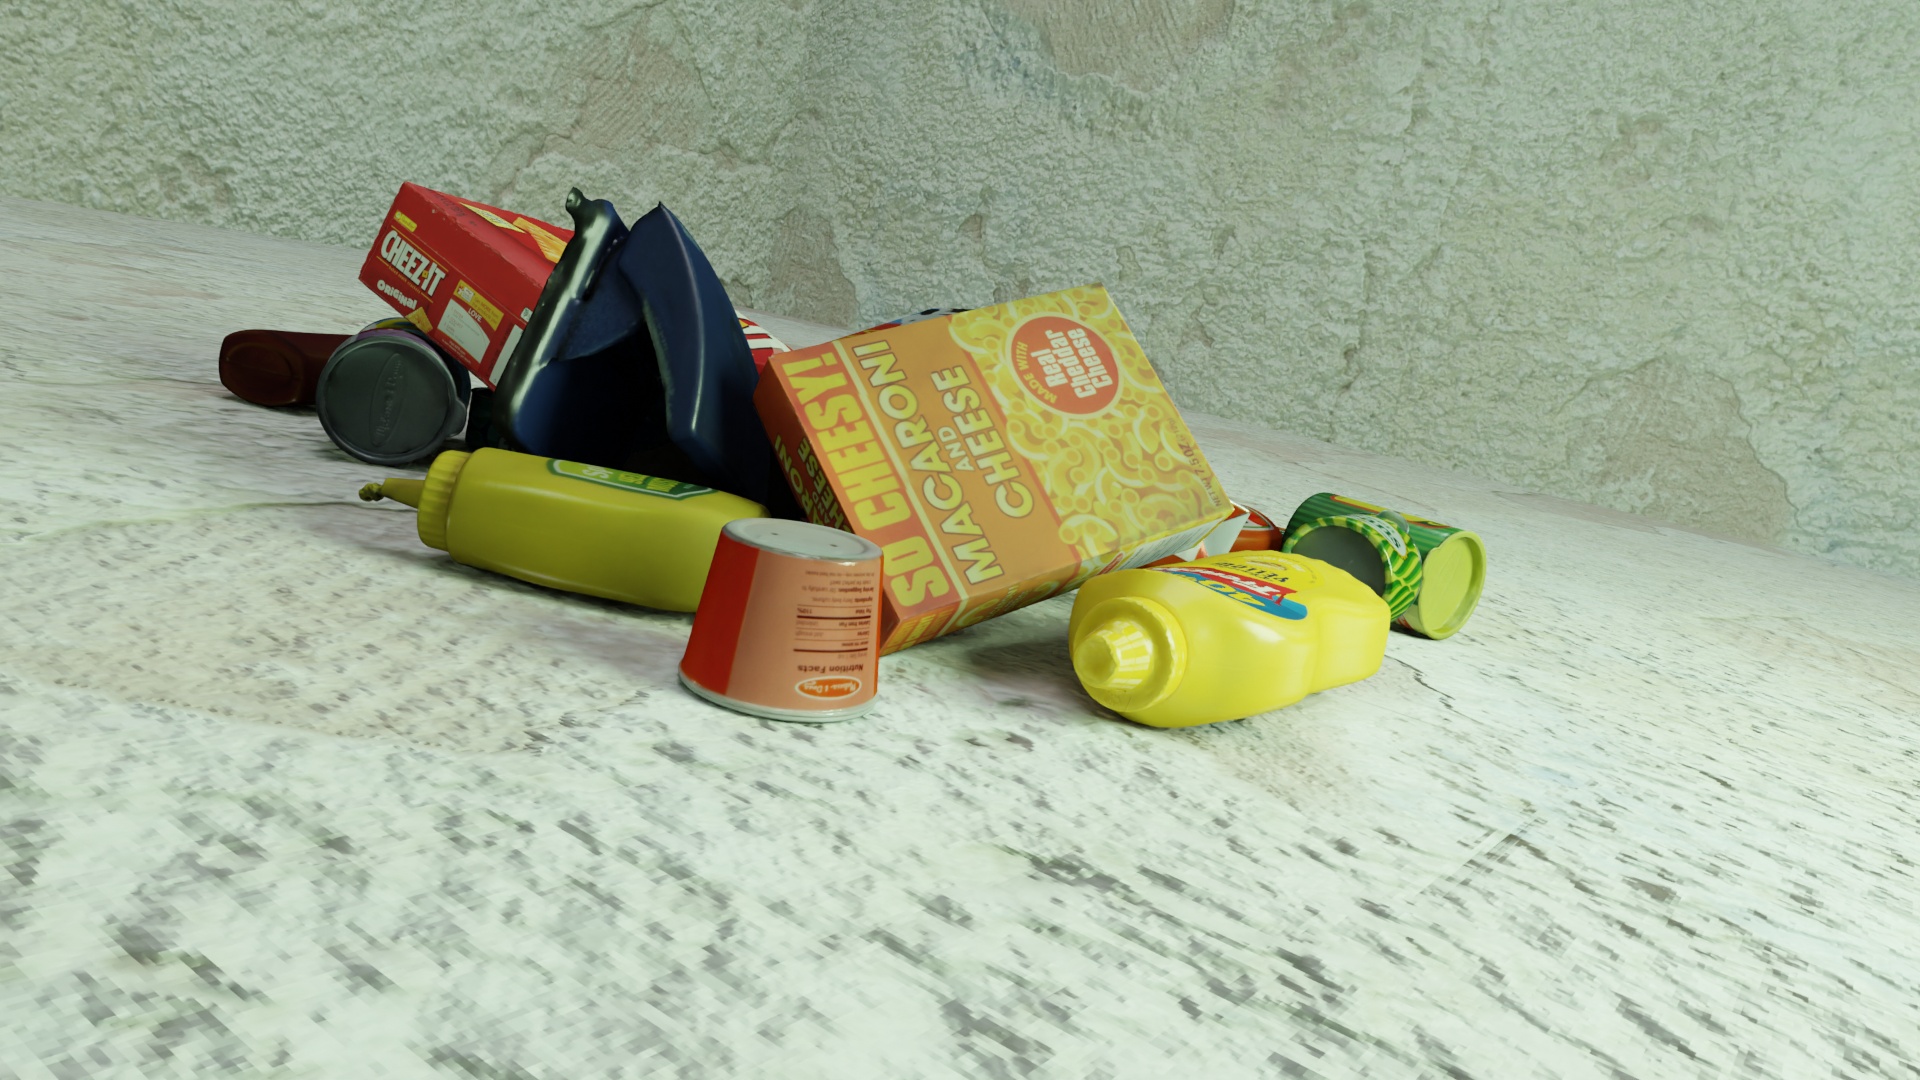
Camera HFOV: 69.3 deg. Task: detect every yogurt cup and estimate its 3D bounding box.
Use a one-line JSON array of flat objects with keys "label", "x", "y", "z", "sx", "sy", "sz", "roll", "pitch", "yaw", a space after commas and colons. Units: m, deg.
[{"label": "yogurt cup", "x": -0.057, "y": 0.025, "z": 0.466, "sx": 0.072, "sy": 0.053, "sz": 0.072, "roll": 11, "pitch": 10, "yaw": -2}]

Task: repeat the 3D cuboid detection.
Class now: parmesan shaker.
[{"label": "parmesan shaker", "x": 0.253, "y": 0.012, "z": 0.841, "sx": 0.071, "sy": 0.071, "sz": 0.103, "roll": 3, "pitch": 13, "yaw": -40}]

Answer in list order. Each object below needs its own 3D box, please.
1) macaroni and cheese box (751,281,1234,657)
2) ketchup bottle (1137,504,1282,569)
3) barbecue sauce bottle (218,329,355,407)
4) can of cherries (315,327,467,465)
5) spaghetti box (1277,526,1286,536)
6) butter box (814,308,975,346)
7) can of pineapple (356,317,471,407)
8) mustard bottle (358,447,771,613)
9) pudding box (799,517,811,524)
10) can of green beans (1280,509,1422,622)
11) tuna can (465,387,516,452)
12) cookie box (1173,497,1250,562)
[{"label": "macaroni and cheese box", "x": 0.014, "y": -0.034, "z": 0.577, "sx": 0.167, "sy": 0.124, "sz": 0.040, "roll": -17, "pitch": -20, "yaw": -29}, {"label": "ketchup bottle", "x": 0.130, "y": -0.003, "z": 0.859, "sx": 0.149, "sy": 0.043, "sz": 0.065, "roll": 2, "pitch": 20, "yaw": -39}, {"label": "barbecue sauce bottle", "x": -0.382, "y": -0.107, "z": 0.865, "sx": 0.065, "sy": 0.043, "sz": 0.149, "roll": 14, "pitch": 10, "yaw": 13}, {"label": "can of cherries", "x": -0.296, "y": -0.075, "z": 0.725, "sx": 0.071, "sy": 0.071, "sz": 0.058, "roll": 7, "pitch": 9, "yaw": -23}, {"label": "spaghetti box", "x": 0.193, "y": 0.002, "z": 0.947, "sx": 0.250, "sy": 0.028, "sz": 0.050, "roll": 15, "pitch": 9, "yaw": 16}, {"label": "butter box", "x": -0.035, "y": -0.099, "z": 0.732, "sx": 0.104, "sy": 0.024, "sz": 0.053, "roll": -25, "pitch": 23, "yaw": -36}, {"label": "can of pineapple", "x": -0.312, "y": -0.090, "z": 0.785, "sx": 0.071, "sy": 0.071, "sz": 0.058, "roll": 6, "pitch": 11, "yaw": -27}, {"label": "mustard bottle", "x": -0.157, "y": -0.007, "z": 0.544, "sx": 0.160, "sy": 0.048, "sz": 0.065, "roll": 11, "pitch": 6, "yaw": -2}, {"label": "pudding box", "x": -0.041, "y": 0.016, "z": 0.602, "sx": 0.050, "sy": 0.030, "sz": 0.084, "roll": 9, "pitch": 10, "yaw": -20}, {"label": "can of green beans", "x": 0.216, "y": 0.018, "z": 0.772, "sx": 0.071, "sy": 0.071, "sz": 0.058, "roll": 17, "pitch": 11, "yaw": 31}, {"label": "tuna can", "x": -0.256, "y": -0.068, "z": 0.818, "sx": 0.071, "sy": 0.032, "sz": 0.071, "roll": 11, "pitch": 10, "yaw": -2}, {"label": "cookie box", "x": 0.062, "y": -0.046, "z": 0.727, "sx": 0.123, "sy": 0.040, "sz": 0.168, "roll": 26, "pitch": 8, "yaw": -18}]
